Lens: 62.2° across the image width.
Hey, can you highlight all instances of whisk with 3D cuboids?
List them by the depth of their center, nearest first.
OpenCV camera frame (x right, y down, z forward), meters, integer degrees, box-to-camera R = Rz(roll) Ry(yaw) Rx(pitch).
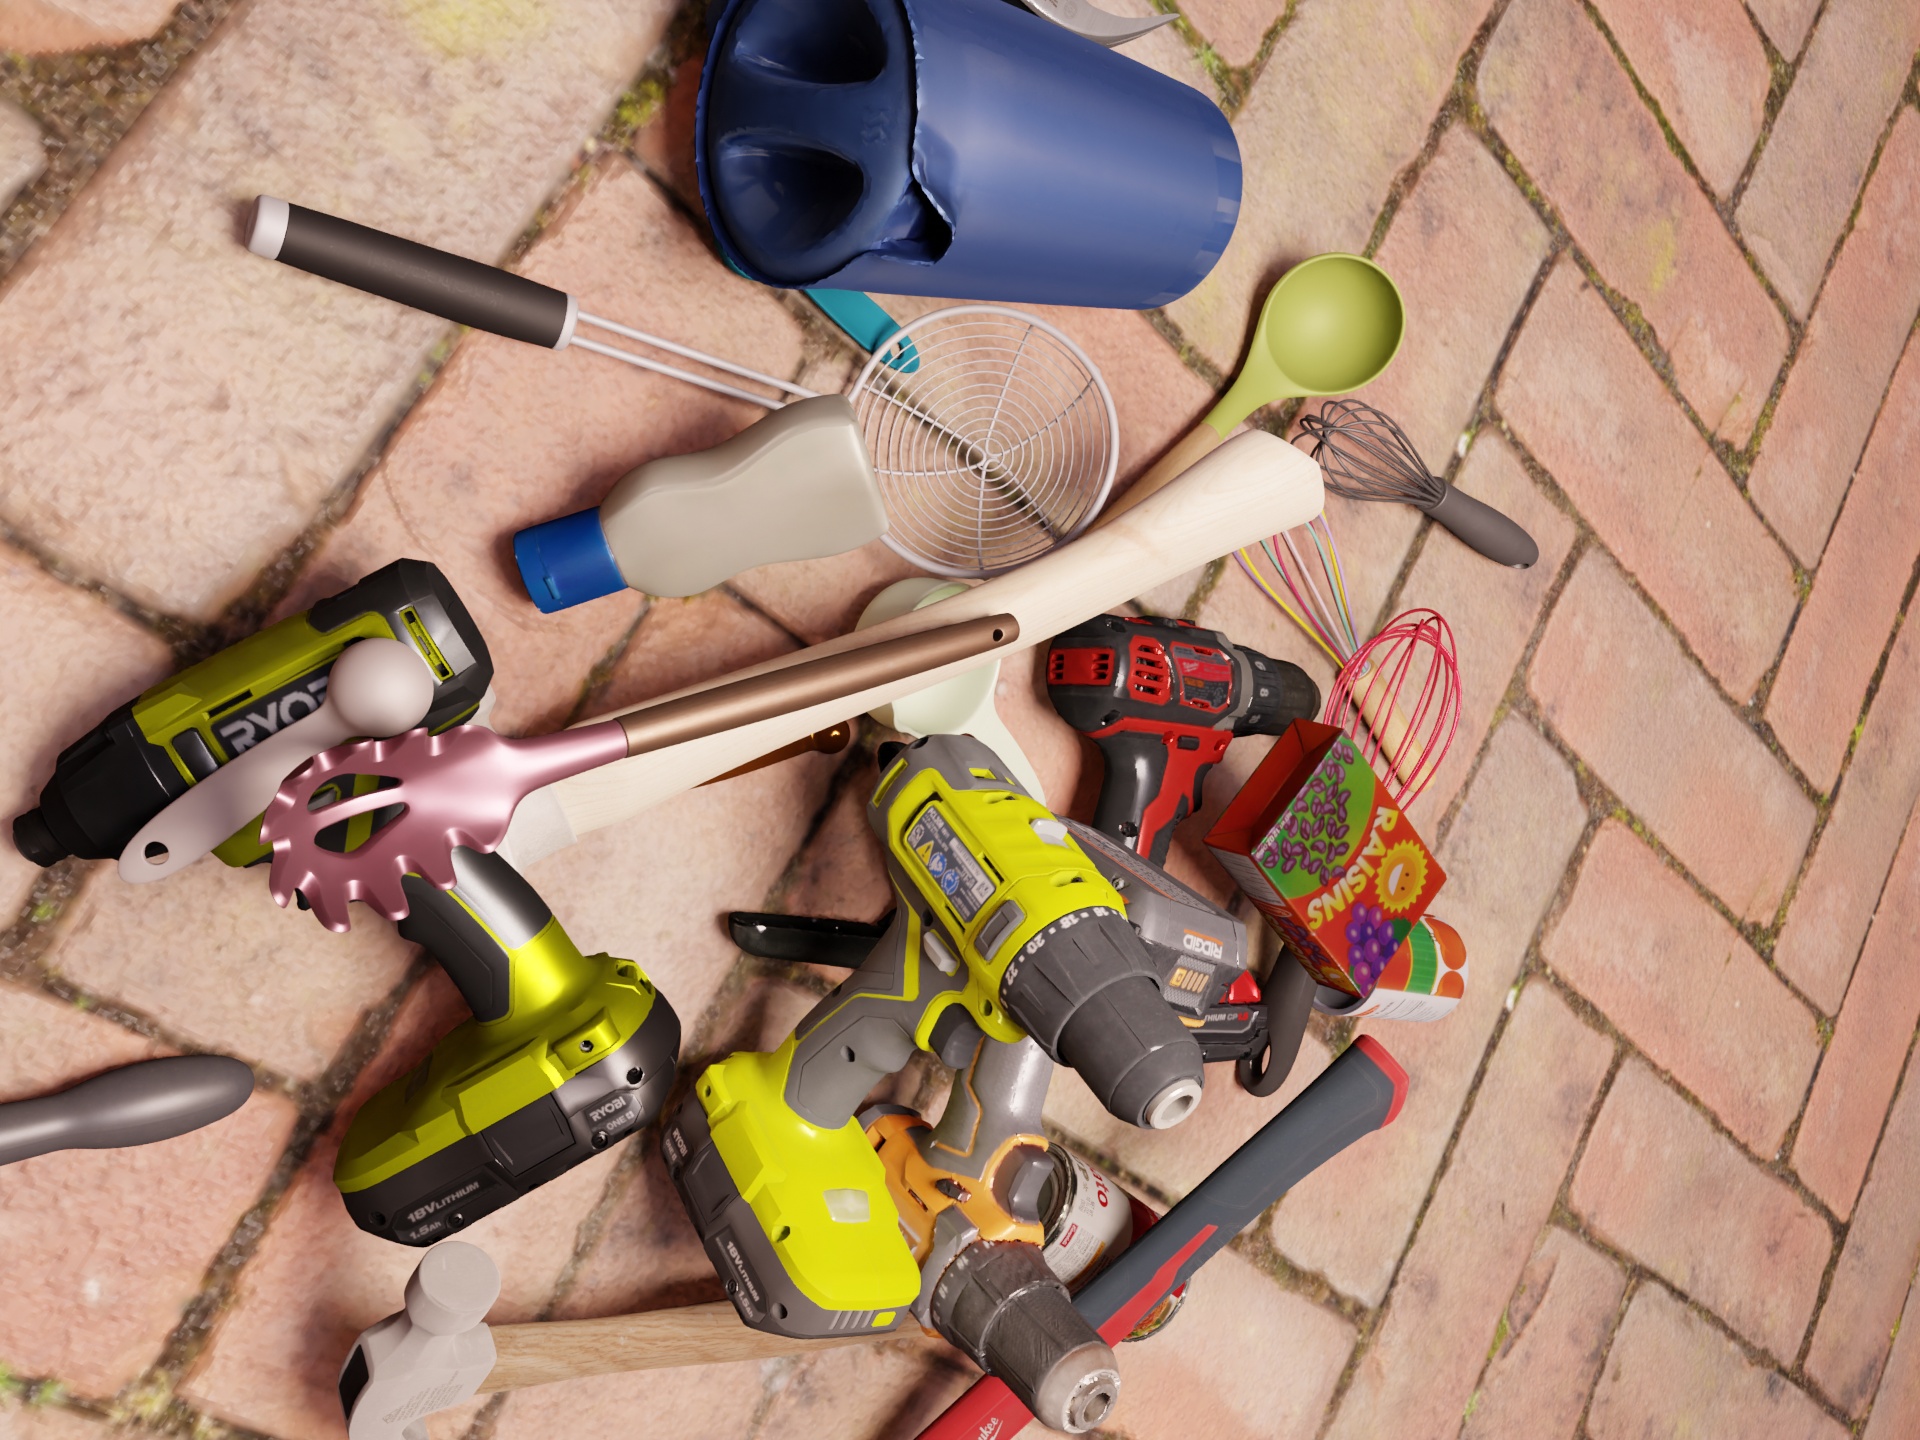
[{"bbox_3d":[-0.381,0.150,0.520,0.284,0.070,0.070,-7,98,-40],"label":"whisk"},{"bbox_3d":[0.213,0.078,0.897,0.073,0.073,0.296,11,101,-35],"label":"whisk"},{"bbox_3d":[0.226,-0.047,0.926,0.047,0.051,0.244,-53,123,-26],"label":"whisk"},{"bbox_3d":[0.281,-0.134,0.957,0.238,0.055,0.055,19,83,-39],"label":"whisk"}]

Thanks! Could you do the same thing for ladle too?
[{"bbox_3d":[0.122,-0.138,0.838,0.320,0.062,0.078,-44,106,-20],"label":"ladle"}]

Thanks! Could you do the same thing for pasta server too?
[{"bbox_3d":[-0.097,0.001,0.583,0.316,0.040,0.060,-18,112,-35],"label":"pasta server"}]

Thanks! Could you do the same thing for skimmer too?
[{"bbox_3d":[-0.098,-0.151,0.663,0.363,0.090,0.127,12,90,-35],"label":"skimmer"}]

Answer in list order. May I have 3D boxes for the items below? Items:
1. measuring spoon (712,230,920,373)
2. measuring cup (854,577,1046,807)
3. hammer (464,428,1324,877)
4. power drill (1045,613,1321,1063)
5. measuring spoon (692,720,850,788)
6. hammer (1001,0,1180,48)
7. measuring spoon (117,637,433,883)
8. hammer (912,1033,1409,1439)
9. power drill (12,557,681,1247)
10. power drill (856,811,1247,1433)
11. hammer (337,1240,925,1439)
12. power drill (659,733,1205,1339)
[{"bbox_3d":[-0.066,-0.197,0.730,0.128,0.021,0.042,33,75,-41],"label":"measuring spoon"},{"bbox_3d":[-0.001,-0.003,0.783,0.083,0.038,0.167,-54,137,-22],"label":"measuring cup"},{"bbox_3d":[-0.019,-0.022,0.694,0.410,0.038,0.146,-23,109,-13],"label":"hammer"},{"bbox_3d":[0.120,0.061,0.843,0.187,0.080,0.227,7,86,-42],"label":"power drill"},{"bbox_3d":[-0.099,0.016,0.724,0.117,0.011,0.021,-13,102,-33],"label":"measuring spoon"},{"bbox_3d":[0.103,-0.459,0.768,0.128,0.033,0.331,39,72,-28],"label":"hammer"},{"bbox_3d":[-0.232,0.017,0.534,0.124,0.018,0.034,-37,104,-3],"label":"measuring spoon"},{"bbox_3d":[0.056,0.281,0.764,0.386,0.038,0.143,-41,117,-3],"label":"hammer"},{"bbox_3d":[-0.219,0.074,0.593,0.171,0.080,0.223,-29,106,-5],"label":"power drill"},{"bbox_3d":[0.039,0.172,0.698,0.084,0.185,0.226,22,97,-39],"label":"power drill"},{"bbox_3d":[-0.109,0.272,0.703,0.331,0.031,0.130,13,123,-43],"label":"hammer"},{"bbox_3d":[-0.015,0.144,0.651,0.080,0.191,0.228,18,115,-45],"label":"power drill"}]
